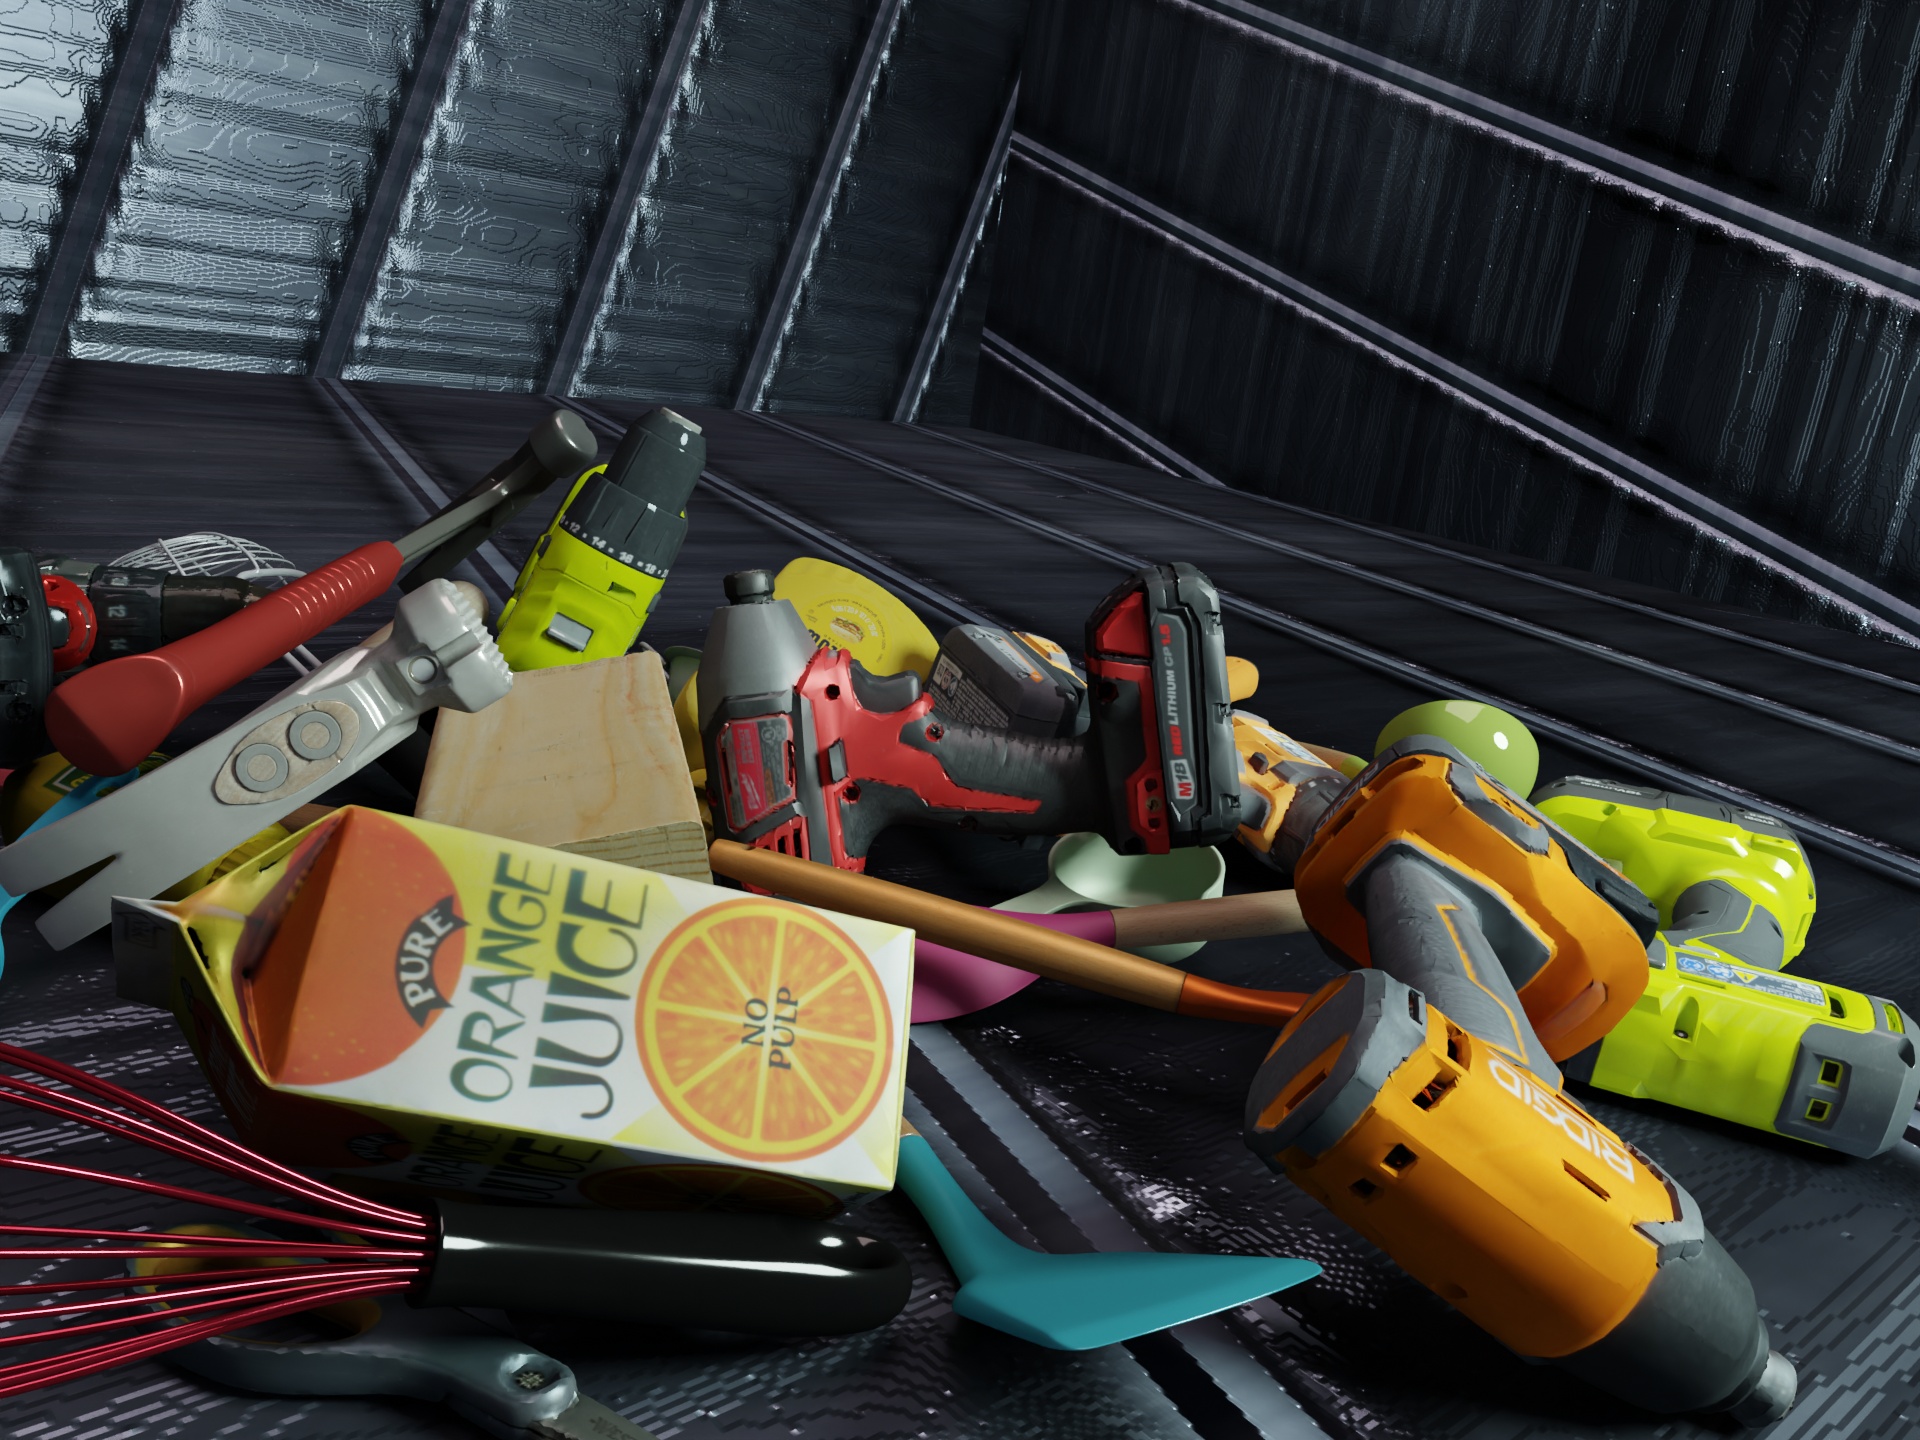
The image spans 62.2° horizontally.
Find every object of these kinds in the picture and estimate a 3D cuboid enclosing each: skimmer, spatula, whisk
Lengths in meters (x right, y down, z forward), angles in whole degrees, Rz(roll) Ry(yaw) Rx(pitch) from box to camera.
[{"bbox_3d":[-0.337,-0.007,0.811,0.127,0.090,0.364,-18,39,-43],"label":"skimmer"},{"bbox_3d":[0.054,0.100,0.576,0.322,0.041,0.081,15,18,14],"label":"spatula"},{"bbox_3d":[-0.134,0.111,0.339,0.295,0.073,0.073,17,8,-32],"label":"whisk"},{"bbox_3d":[-0.028,0.114,0.502,0.082,0.044,0.318,-3,18,-33],"label":"spatula"}]

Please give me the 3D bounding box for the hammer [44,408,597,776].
[{"bbox_3d":[-0.282,-0.056,0.712,0.149,0.036,0.359,-33,13,19],"label":"hammer"}]

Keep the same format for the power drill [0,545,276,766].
[{"bbox_3d":[-0.393,-0.036,0.662,0.188,0.080,0.227,0,8,-16],"label":"power drill"}]

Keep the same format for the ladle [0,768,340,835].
[{"bbox_3d":[-0.348,0.033,0.662,0.315,0.031,0.069,9,15,-7],"label":"ladle"}]

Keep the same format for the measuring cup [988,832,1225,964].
[{"bbox_3d":[0.039,0.090,0.670,0.167,0.038,0.083,-19,30,-31],"label":"measuring cup"}]

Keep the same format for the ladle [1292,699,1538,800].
[{"bbox_3d":[0.217,0.014,0.906,0.078,0.062,0.320,30,-2,-13],"label":"ladle"}]

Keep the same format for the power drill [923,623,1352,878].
[{"bbox_3d":[0.107,0.033,0.789,0.226,0.084,0.185,15,15,-26],"label":"power drill"}]

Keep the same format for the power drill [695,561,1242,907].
[{"bbox_3d":[-0.001,-0.002,0.664,0.219,0.143,0.078,-7,5,4],"label":"power drill"}]

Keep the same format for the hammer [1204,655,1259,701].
[{"bbox_3d":[0.135,-0.008,1.076,0.127,0.034,0.337,16,16,28],"label":"hammer"}]

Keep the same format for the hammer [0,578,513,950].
[{"bbox_3d":[-0.238,-0.014,0.626,0.146,0.038,0.411,-32,14,-7],"label":"hammer"}]

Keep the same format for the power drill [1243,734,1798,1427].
[{"bbox_3d":[0.176,0.107,0.503,0.164,0.084,0.226,37,26,-1],"label":"power drill"}]

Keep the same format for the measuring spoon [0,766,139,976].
[{"bbox_3d":[-0.310,0.058,0.527,0.042,0.021,0.129,6,35,7],"label":"measuring spoon"}]

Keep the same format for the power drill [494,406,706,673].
[{"bbox_3d":[-0.199,-0.083,0.876,0.080,0.190,0.229,28,4,-14],"label":"power drill"}]

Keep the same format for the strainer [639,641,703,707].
[{"bbox_3d":[-0.070,0.015,0.861,0.258,0.050,0.086,18,-27,13],"label":"strainer"}]

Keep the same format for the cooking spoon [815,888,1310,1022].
[{"bbox_3d":[0.085,0.080,0.630,0.319,0.017,0.069,-4,37,-8],"label":"cooking spoon"}]

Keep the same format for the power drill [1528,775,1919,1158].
[{"bbox_3d":[0.304,0.097,0.700,0.171,0.080,0.223,13,18,17],"label":"power drill"}]
